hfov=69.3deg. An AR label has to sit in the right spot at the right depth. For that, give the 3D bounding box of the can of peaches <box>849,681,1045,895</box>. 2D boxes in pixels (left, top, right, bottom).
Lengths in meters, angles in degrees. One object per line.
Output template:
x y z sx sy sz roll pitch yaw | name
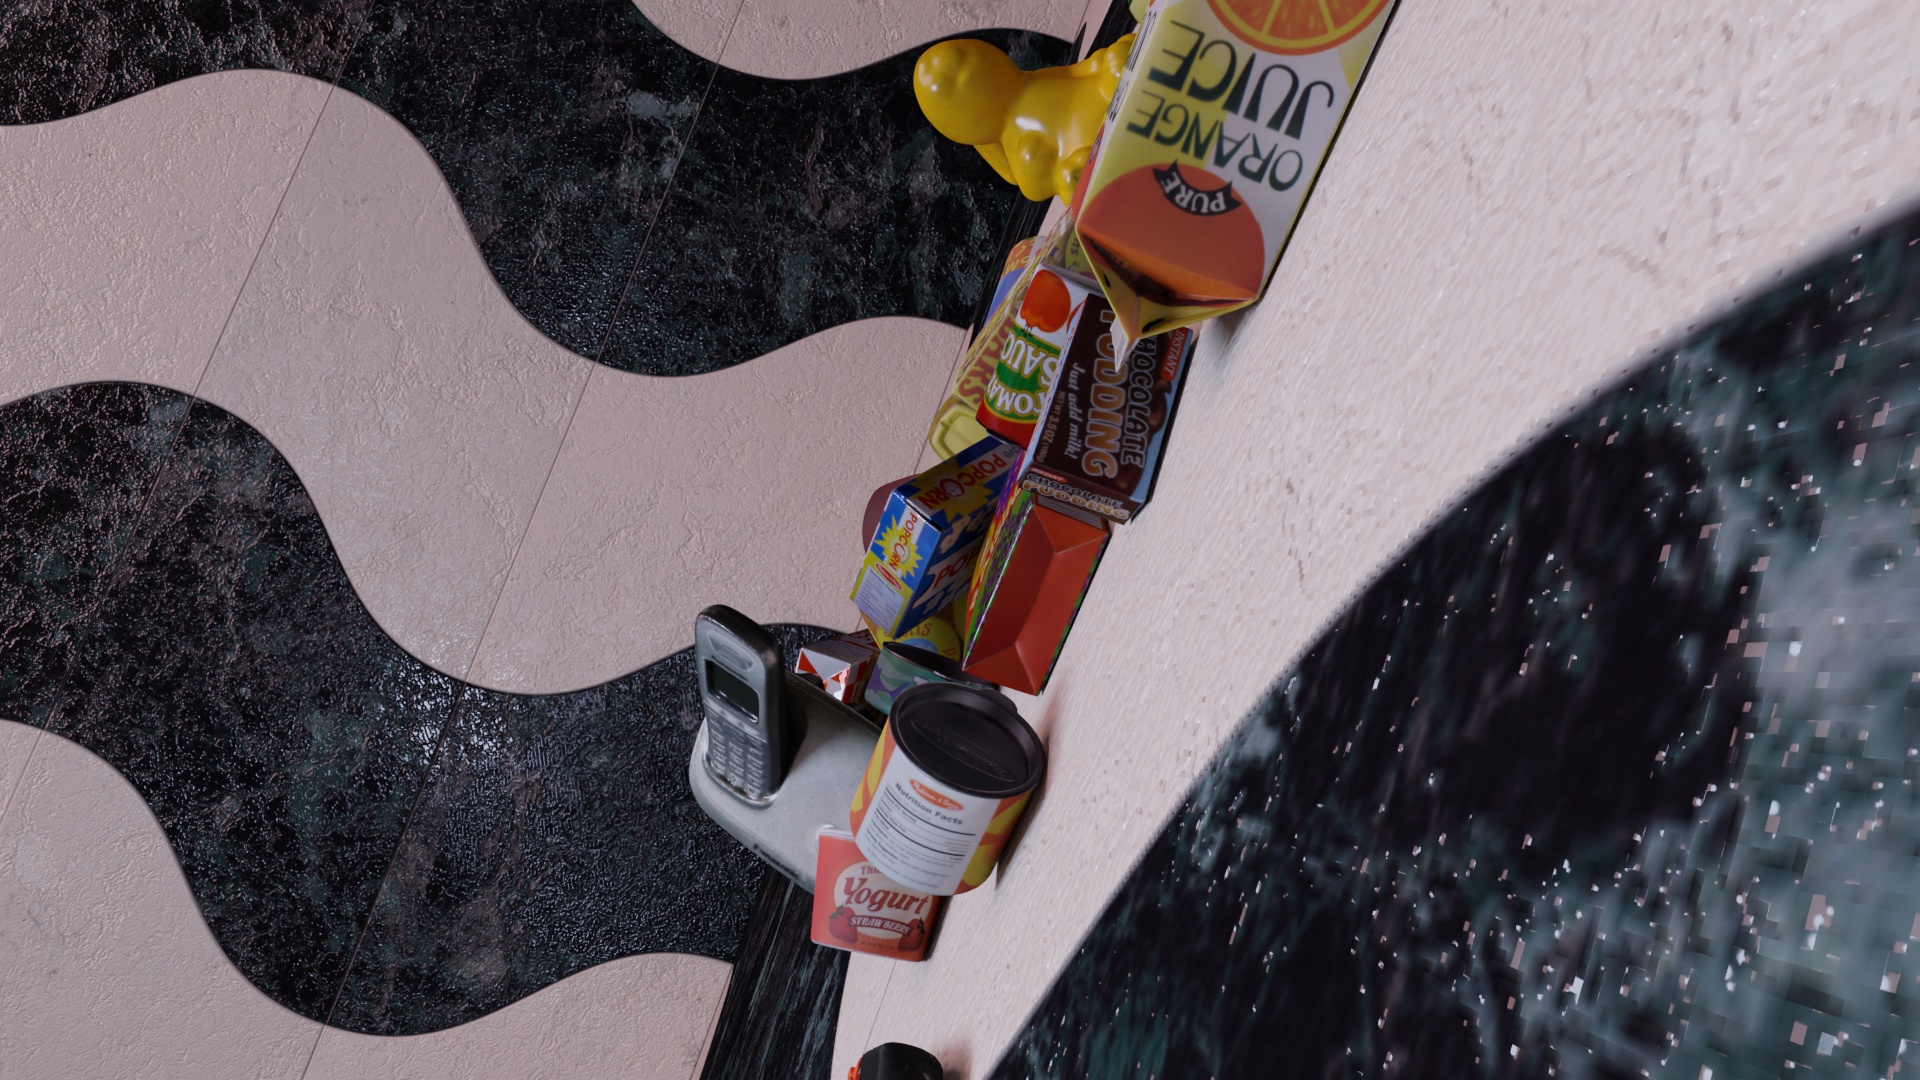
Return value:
-0.005 0.100 0.568 0.071 0.071 0.057 -78 10 -60 | can of peaches

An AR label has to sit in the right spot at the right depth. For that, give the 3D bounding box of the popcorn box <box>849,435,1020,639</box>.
0.003 -0.010 0.764 0.127 0.038 0.084 -32 -24 -45 | popcorn box

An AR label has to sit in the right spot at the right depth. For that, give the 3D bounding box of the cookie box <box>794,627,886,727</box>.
-0.074 0.125 0.950 0.168 0.040 0.122 -9 -65 -72 | cookie box

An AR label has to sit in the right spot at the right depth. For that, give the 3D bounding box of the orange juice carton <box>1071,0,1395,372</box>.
0.093 -0.156 0.501 0.072 0.073 0.192 -83 14 -70 | orange juice carton

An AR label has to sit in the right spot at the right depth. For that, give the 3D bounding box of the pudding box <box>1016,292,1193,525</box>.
0.060 -0.054 0.572 0.030 0.050 0.084 119 171 -69 | pudding box

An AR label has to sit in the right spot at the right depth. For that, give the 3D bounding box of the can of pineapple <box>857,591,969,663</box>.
-0.021 0.046 0.825 0.071 0.071 0.057 -75 -33 -49 | can of pineapple

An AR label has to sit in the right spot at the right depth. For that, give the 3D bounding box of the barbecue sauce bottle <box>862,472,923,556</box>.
-0.013 -0.020 0.967 0.148 0.044 0.065 -15 64 54 | barbecue sauce bottle

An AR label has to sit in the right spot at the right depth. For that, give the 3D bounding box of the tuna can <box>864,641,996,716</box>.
-0.016 0.082 0.751 0.071 0.071 0.033 -131 61 -84 | tuna can

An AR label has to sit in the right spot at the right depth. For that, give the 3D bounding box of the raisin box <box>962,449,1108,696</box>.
0.033 0.009 0.665 0.124 0.040 0.085 -83 14 -73 | raisin box

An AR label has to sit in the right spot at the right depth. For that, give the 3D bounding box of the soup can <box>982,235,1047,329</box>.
0.053 -0.157 0.962 0.071 0.071 0.084 119 171 -59 | soup can

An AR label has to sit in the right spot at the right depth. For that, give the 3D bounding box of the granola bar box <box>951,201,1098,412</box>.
0.060 -0.155 0.805 0.165 0.039 0.125 -53 7 20 | granola bar box

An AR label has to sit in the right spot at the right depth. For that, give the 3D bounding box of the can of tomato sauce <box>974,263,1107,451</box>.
0.051 -0.086 0.682 0.071 0.071 0.083 -87 18 -73 | can of tomato sauce

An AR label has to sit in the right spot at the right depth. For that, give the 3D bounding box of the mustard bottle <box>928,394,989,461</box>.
0.029 -0.076 0.893 0.048 0.065 0.161 -55 -5 21 | mustard bottle

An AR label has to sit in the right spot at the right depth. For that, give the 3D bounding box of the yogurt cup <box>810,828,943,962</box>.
-0.040 0.171 0.669 0.072 0.072 0.054 127 155 -73 | yogurt cup

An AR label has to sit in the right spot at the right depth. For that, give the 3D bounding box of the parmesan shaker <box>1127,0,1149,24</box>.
0.134 -0.324 0.738 0.102 0.071 0.072 117 172 -54 | parmesan shaker
